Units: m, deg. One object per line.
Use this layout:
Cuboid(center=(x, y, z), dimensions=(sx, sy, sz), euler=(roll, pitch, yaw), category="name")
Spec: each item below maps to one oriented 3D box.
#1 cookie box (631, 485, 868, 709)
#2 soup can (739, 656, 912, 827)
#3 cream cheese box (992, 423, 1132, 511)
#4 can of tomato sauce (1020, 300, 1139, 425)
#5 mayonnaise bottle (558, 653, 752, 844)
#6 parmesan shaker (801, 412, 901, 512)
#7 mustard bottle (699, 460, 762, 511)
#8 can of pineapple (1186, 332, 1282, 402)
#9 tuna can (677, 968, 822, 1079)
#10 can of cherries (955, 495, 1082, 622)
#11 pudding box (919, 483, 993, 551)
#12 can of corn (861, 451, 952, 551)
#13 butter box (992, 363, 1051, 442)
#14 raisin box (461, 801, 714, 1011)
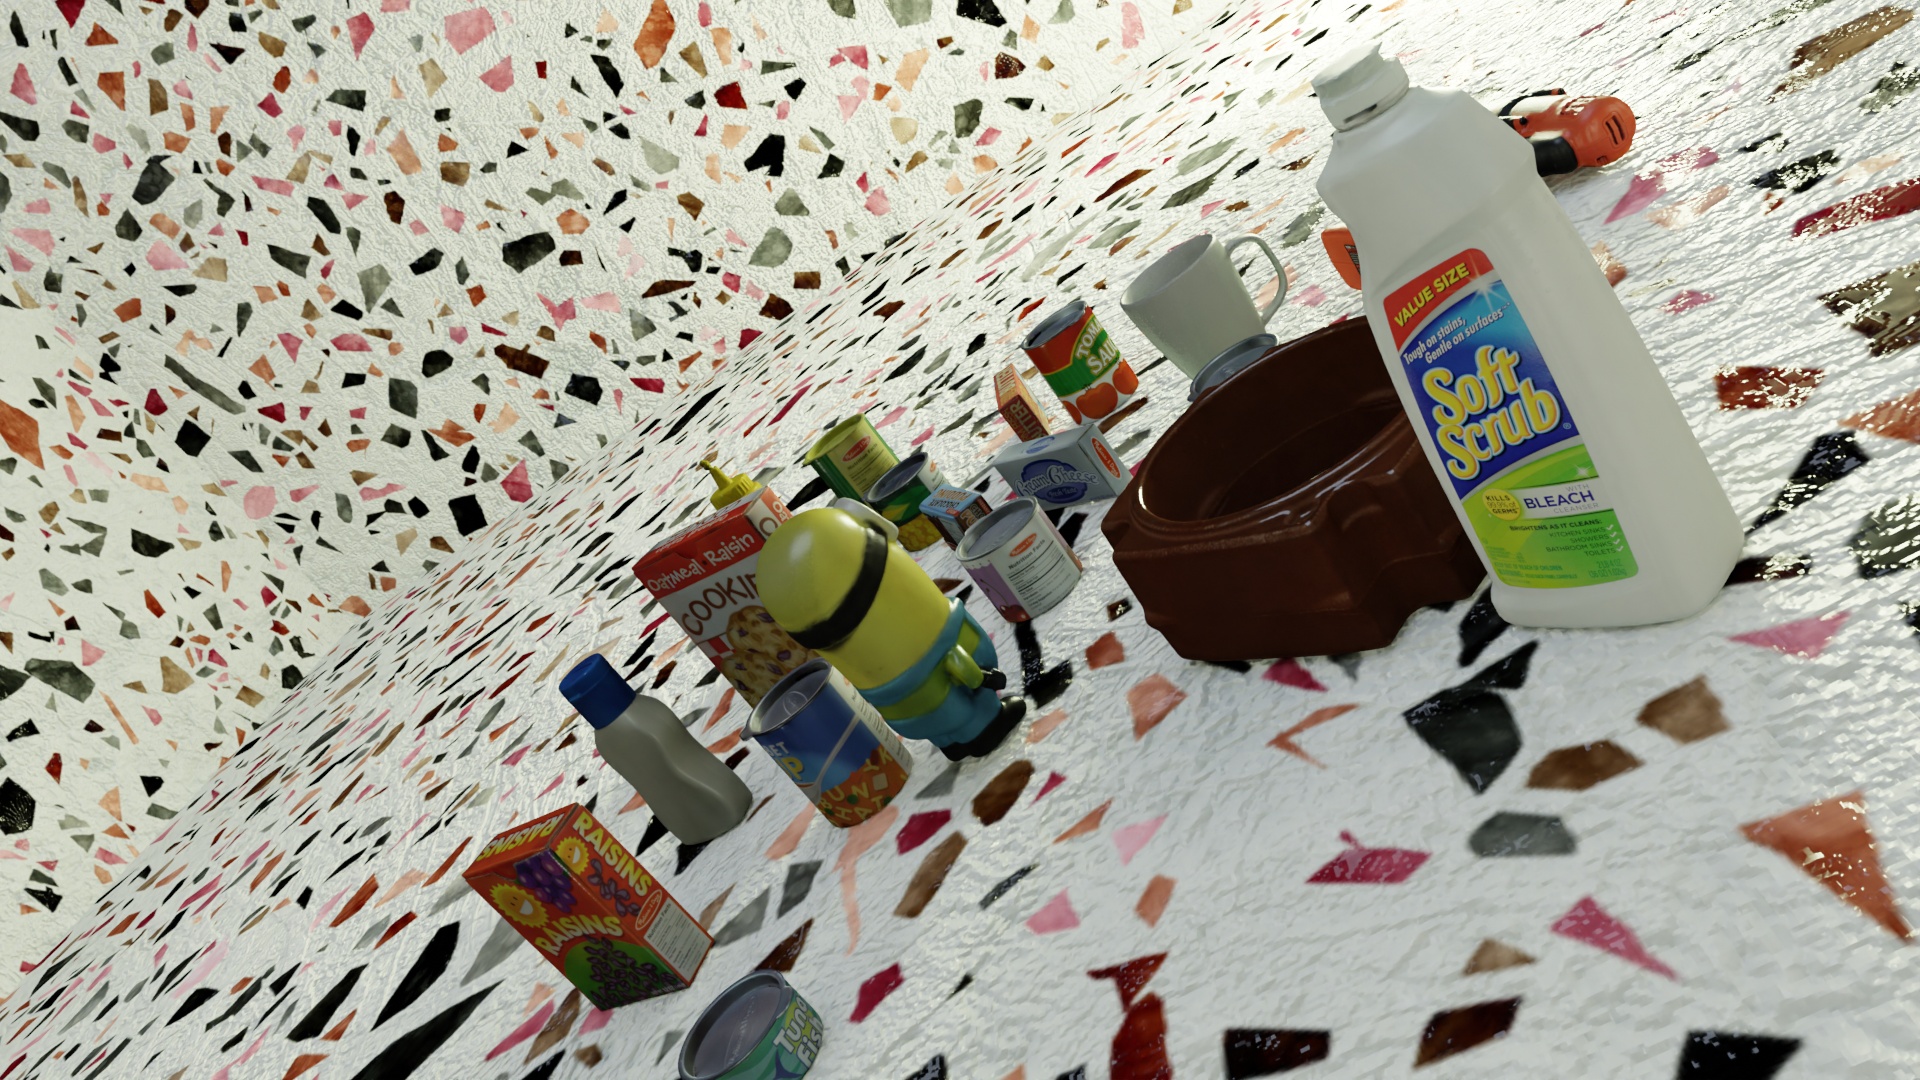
Cuboid(center=(-0.133, 0.054, 0.979), dimensions=(0.122, 0.167, 0.040), euler=(-24, 23, 36), category="cookie box")
Cuboid(center=(-0.081, 0.125, 0.847), dimensions=(0.071, 0.083, 0.071), euler=(-33, 19, 13), category="soup can")
Cuboid(center=(0.074, -0.052, 1.030), dimensions=(0.103, 0.053, 0.024), euler=(-10, 32, 54), category="cream cheese box")
Cuboid(center=(0.102, -0.149, 1.162), dimensions=(0.071, 0.083, 0.071), euler=(-33, 19, 13), category="can of tomato sauce")
Cuboid(center=(-0.209, 0.141, 0.941), dimensions=(0.064, 0.148, 0.041), euler=(-27, 21, 30), category="mayonnaise bottle")
Cuboid(center=(-0.083, -0.052, 1.237), dimensions=(0.071, 0.103, 0.071), euler=(-33, 19, 13), category="parmesan shaker")
Cuboid(center=(-0.172, -0.009, 1.209), dimensions=(0.049, 0.160, 0.065), euler=(-35, 19, 10), category="mustard bottle")
Cuboid(center=(0.191, -0.092, 0.906), dimensions=(0.071, 0.057, 0.071), euler=(-33, 19, 13), category="can of pineapple")
Cuboid(center=(-0.100, 0.245, 0.678), dimensions=(0.071, 0.032, 0.071), euler=(-33, 19, 13), category="tuna can")
Cuboid(center=(0.039, 0.012, 0.934), dimensions=(0.071, 0.058, 0.072), euler=(-33, 19, 13), category="can of cherries")
Cuboid(center=(0.004, -0.013, 1.073), dimensions=(0.030, 0.049, 0.084), euler=(-41, 19, -11), category="pudding box")
Cuboid(center=(-0.039, -0.031, 1.180), dimensions=(0.071, 0.058, 0.071), euler=(-33, 19, 13), category="can of corn")
Cuboid(center=(0.054, -0.117, 1.220), dimensions=(0.024, 0.053, 0.104), euler=(-34, 19, 12), category="butter box")
Cuboid(center=(-0.218, 0.217, 0.816), dimensions=(0.086, 0.123, 0.040), euler=(-25, 22, 35), category="raisin box")
